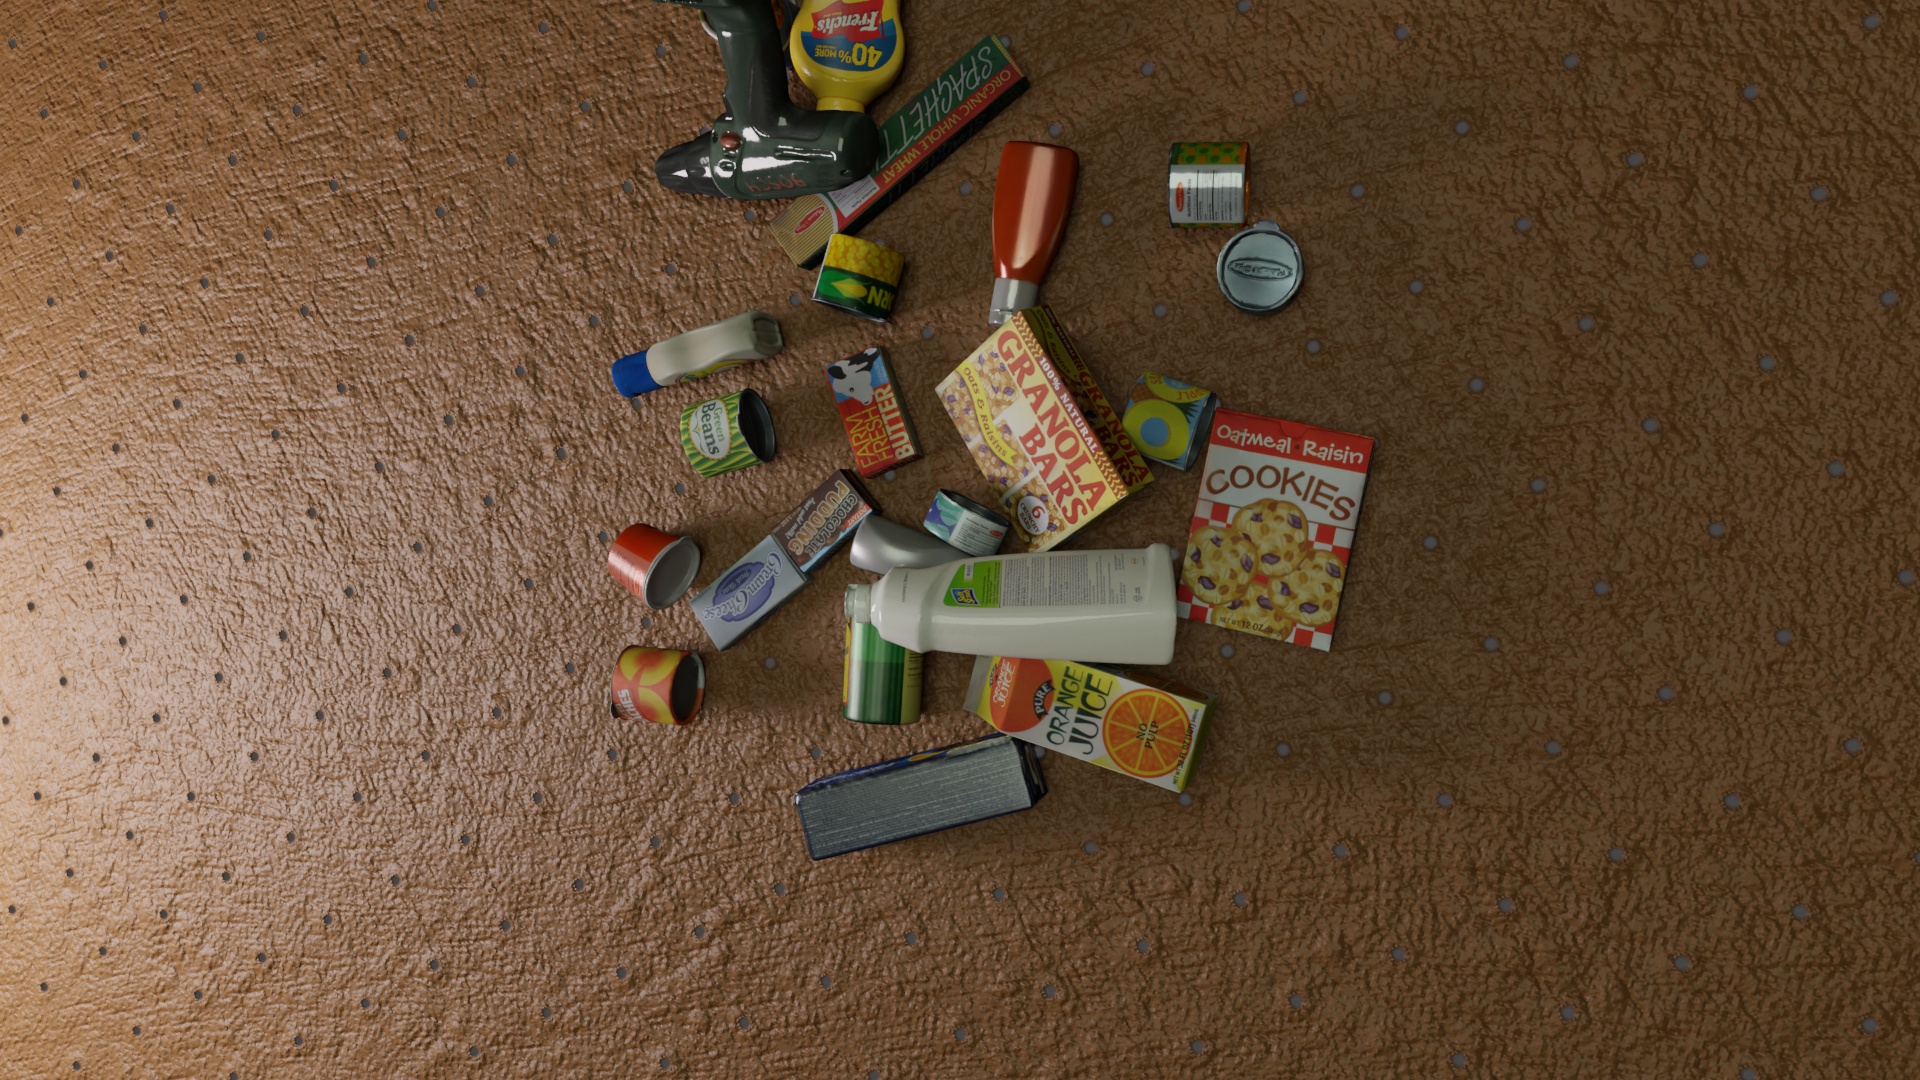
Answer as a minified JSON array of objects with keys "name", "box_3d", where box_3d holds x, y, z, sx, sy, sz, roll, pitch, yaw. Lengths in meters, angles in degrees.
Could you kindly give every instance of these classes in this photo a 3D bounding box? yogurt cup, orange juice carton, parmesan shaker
[{"name":"yogurt cup","box_3d":[-0.270,0.020,1.215,0.054,0.072,0.072,27,97,23]},{"name":"orange juice carton","box_3d":[0.099,0.130,1.102,0.193,0.073,0.071,17,95,16]},{"name":"parmesan shaker","box_3d":[-0.064,0.097,1.150,0.071,0.071,0.103,4,91,16]}]

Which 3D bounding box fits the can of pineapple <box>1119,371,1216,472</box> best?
[{"name":"can of pineapple","box_3d":[0.162,-0.095,1.088,0.058,0.071,0.071,21,96,15]}]

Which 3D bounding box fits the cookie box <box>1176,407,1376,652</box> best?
[{"name":"cookie box","box_3d":[0.243,-0.009,1.078,0.123,0.040,0.167,13,93,16]}]

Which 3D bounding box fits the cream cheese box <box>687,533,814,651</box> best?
[{"name":"cream cheese box","box_3d":[-0.183,0.045,1.209,0.103,0.024,0.053,-38,80,12]}]

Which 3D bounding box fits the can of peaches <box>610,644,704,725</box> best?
[{"name":"can of peaches","box_3d":[-0.263,0.128,1.208,0.058,0.071,0.071,4,91,15]}]

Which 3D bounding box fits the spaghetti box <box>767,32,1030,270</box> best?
[{"name":"spaghetti box","box_3d":[-0.053,-0.325,1.172,0.249,0.029,0.050,-37,80,13]}]

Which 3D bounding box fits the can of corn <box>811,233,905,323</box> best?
[{"name":"can of corn","box_3d":[-0.082,-0.218,1.160,0.071,0.071,0.058,18,94,15]}]

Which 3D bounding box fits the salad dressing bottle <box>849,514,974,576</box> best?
[{"name":"salad dressing bottle","box_3d":[-0.016,0.023,1.144,0.148,0.064,0.044,20,104,8]}]

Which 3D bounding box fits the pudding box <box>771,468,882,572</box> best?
[{"name":"pudding box","box_3d":[-0.114,-0.017,1.186,0.083,0.030,0.050,-41,80,12]}]

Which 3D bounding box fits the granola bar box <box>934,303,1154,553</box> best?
[{"name":"granola bar box","box_3d":[0.065,-0.085,1.102,0.123,0.039,0.165,-38,78,46]}]

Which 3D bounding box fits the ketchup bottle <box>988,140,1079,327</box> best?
[{"name":"ketchup bottle","box_3d":[0.053,-0.247,1.133,0.065,0.043,0.148,12,93,17]}]

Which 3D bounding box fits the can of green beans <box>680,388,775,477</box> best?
[{"name":"can of green beans","box_3d":[-0.199,-0.092,1.193,0.058,0.071,0.071,-14,86,16]}]

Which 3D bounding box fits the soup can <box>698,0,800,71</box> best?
[{"name":"soup can","box_3d":[-0.174,-0.444,1.179,0.071,0.084,0.071,0,89,16]}]

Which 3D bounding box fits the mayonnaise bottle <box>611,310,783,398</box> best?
[{"name":"mayonnaise bottle","box_3d":[-0.231,-0.160,1.207,0.148,0.065,0.041,-15,90,20]}]

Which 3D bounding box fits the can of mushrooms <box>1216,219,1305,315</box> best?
[{"name":"can of mushrooms","box_3d":[0.236,-0.212,1.086,0.071,0.033,0.071,0,90,17]}]

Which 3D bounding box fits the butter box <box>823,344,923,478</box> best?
[{"name":"butter box","box_3d":[-0.074,-0.109,1.178,0.053,0.024,0.103,-21,84,14]}]

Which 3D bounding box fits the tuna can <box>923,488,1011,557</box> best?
[{"name":"tuna can","box_3d":[0.004,-0.014,1.136,0.071,0.071,0.032,29,99,14]}]

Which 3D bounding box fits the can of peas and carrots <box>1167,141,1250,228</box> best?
[{"name":"can of peas and carrots","box_3d":[0.195,-0.278,1.083,0.059,0.071,0.071,3,91,16]}]
